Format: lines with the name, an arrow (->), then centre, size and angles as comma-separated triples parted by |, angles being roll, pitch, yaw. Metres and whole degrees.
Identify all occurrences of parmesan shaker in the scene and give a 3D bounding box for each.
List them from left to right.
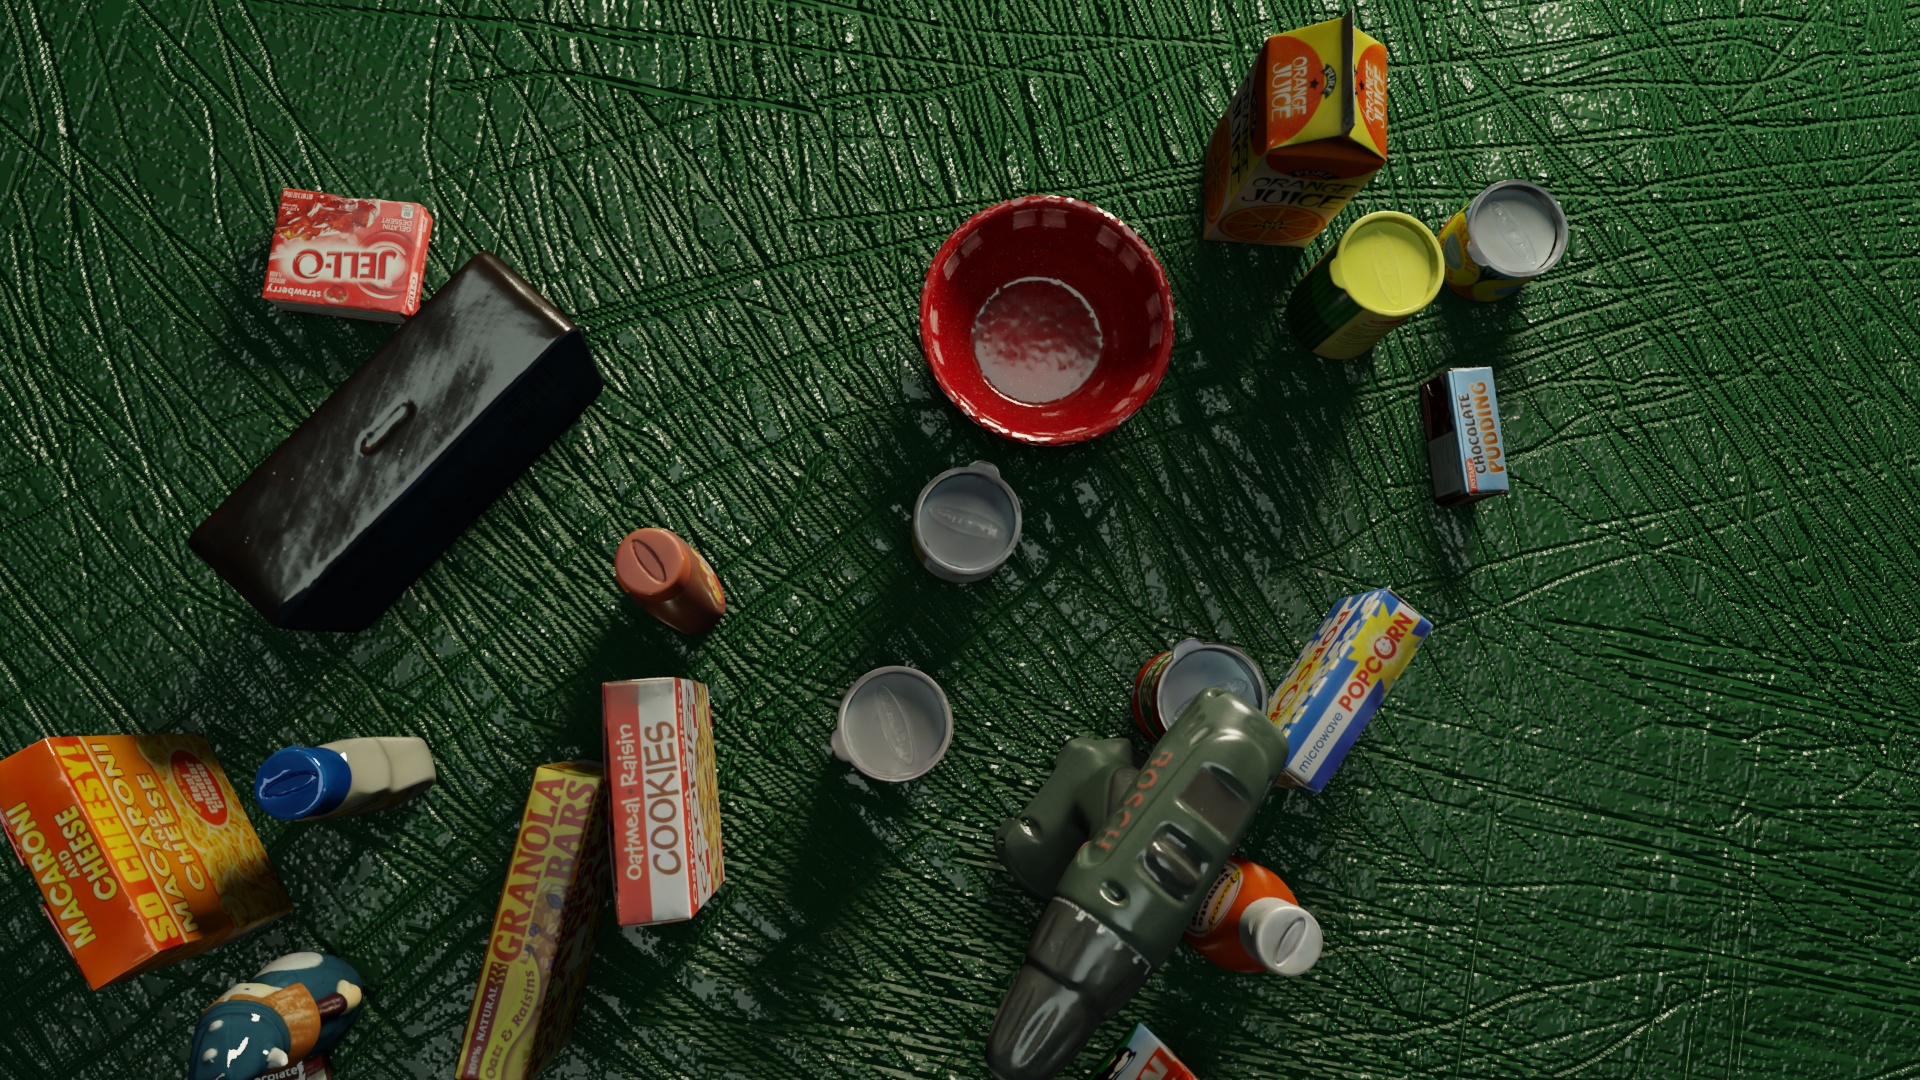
parmesan shaker -> 0.252, -0.159, 0.883 | 0.071, 0.103, 0.071 | 1, 82, -4

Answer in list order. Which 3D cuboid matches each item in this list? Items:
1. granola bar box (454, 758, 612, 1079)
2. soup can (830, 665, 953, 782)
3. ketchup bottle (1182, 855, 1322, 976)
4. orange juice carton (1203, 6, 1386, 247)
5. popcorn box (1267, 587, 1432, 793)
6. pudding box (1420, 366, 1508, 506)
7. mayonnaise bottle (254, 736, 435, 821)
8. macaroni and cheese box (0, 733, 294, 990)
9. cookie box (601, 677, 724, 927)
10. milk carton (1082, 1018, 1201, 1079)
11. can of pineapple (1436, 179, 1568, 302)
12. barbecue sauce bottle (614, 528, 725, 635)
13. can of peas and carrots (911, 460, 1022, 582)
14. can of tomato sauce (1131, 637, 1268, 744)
granola bar box -> -0.230, 0.209, 0.785 | 0.039, 0.124, 0.165 | 13, 82, -2
soup can -> -0.043, 0.111, 0.833 | 0.071, 0.083, 0.071 | 1, 82, -4
ketchup bottle -> 0.169, 0.220, 0.800 | 0.043, 0.148, 0.065 | 32, 82, 1
orange juice carton -> 0.206, -0.246, 0.846 | 0.073, 0.192, 0.072 | 4, 82, -4
popcorn box -> 0.226, 0.093, 0.854 | 0.038, 0.085, 0.127 | 37, 81, 1
pudding box -> 0.327, -0.067, 0.902 | 0.030, 0.049, 0.084 | -5, 83, -5
mayonnaise bottle -> -0.345, 0.133, 0.775 | 0.065, 0.148, 0.041 | -20, 84, -6
macaroni and cheese box -> -0.439, 0.168, 0.754 | 0.040, 0.166, 0.124 | -30, 85, -7
cookie box -> -0.164, 0.141, 0.777 | 0.040, 0.167, 0.123 | -6, 83, -5
milk carton -> 0.115, 0.331, 0.759 | 0.072, 0.190, 0.073 | 44, 82, 2
can of pineapple -> 0.354, -0.196, 0.918 | 0.071, 0.058, 0.071 | 1, 82, -4
barbecue sauce bottle -> -0.170, 0.021, 0.804 | 0.044, 0.148, 0.065 | -35, 86, -8
can of peas and carrots -> 0.003, -0.011, 0.866 | 0.071, 0.058, 0.071 | 1, 82, -4
can of tomato sauce -> 0.143, 0.096, 0.849 | 0.071, 0.083, 0.071 | 1, 82, -4
